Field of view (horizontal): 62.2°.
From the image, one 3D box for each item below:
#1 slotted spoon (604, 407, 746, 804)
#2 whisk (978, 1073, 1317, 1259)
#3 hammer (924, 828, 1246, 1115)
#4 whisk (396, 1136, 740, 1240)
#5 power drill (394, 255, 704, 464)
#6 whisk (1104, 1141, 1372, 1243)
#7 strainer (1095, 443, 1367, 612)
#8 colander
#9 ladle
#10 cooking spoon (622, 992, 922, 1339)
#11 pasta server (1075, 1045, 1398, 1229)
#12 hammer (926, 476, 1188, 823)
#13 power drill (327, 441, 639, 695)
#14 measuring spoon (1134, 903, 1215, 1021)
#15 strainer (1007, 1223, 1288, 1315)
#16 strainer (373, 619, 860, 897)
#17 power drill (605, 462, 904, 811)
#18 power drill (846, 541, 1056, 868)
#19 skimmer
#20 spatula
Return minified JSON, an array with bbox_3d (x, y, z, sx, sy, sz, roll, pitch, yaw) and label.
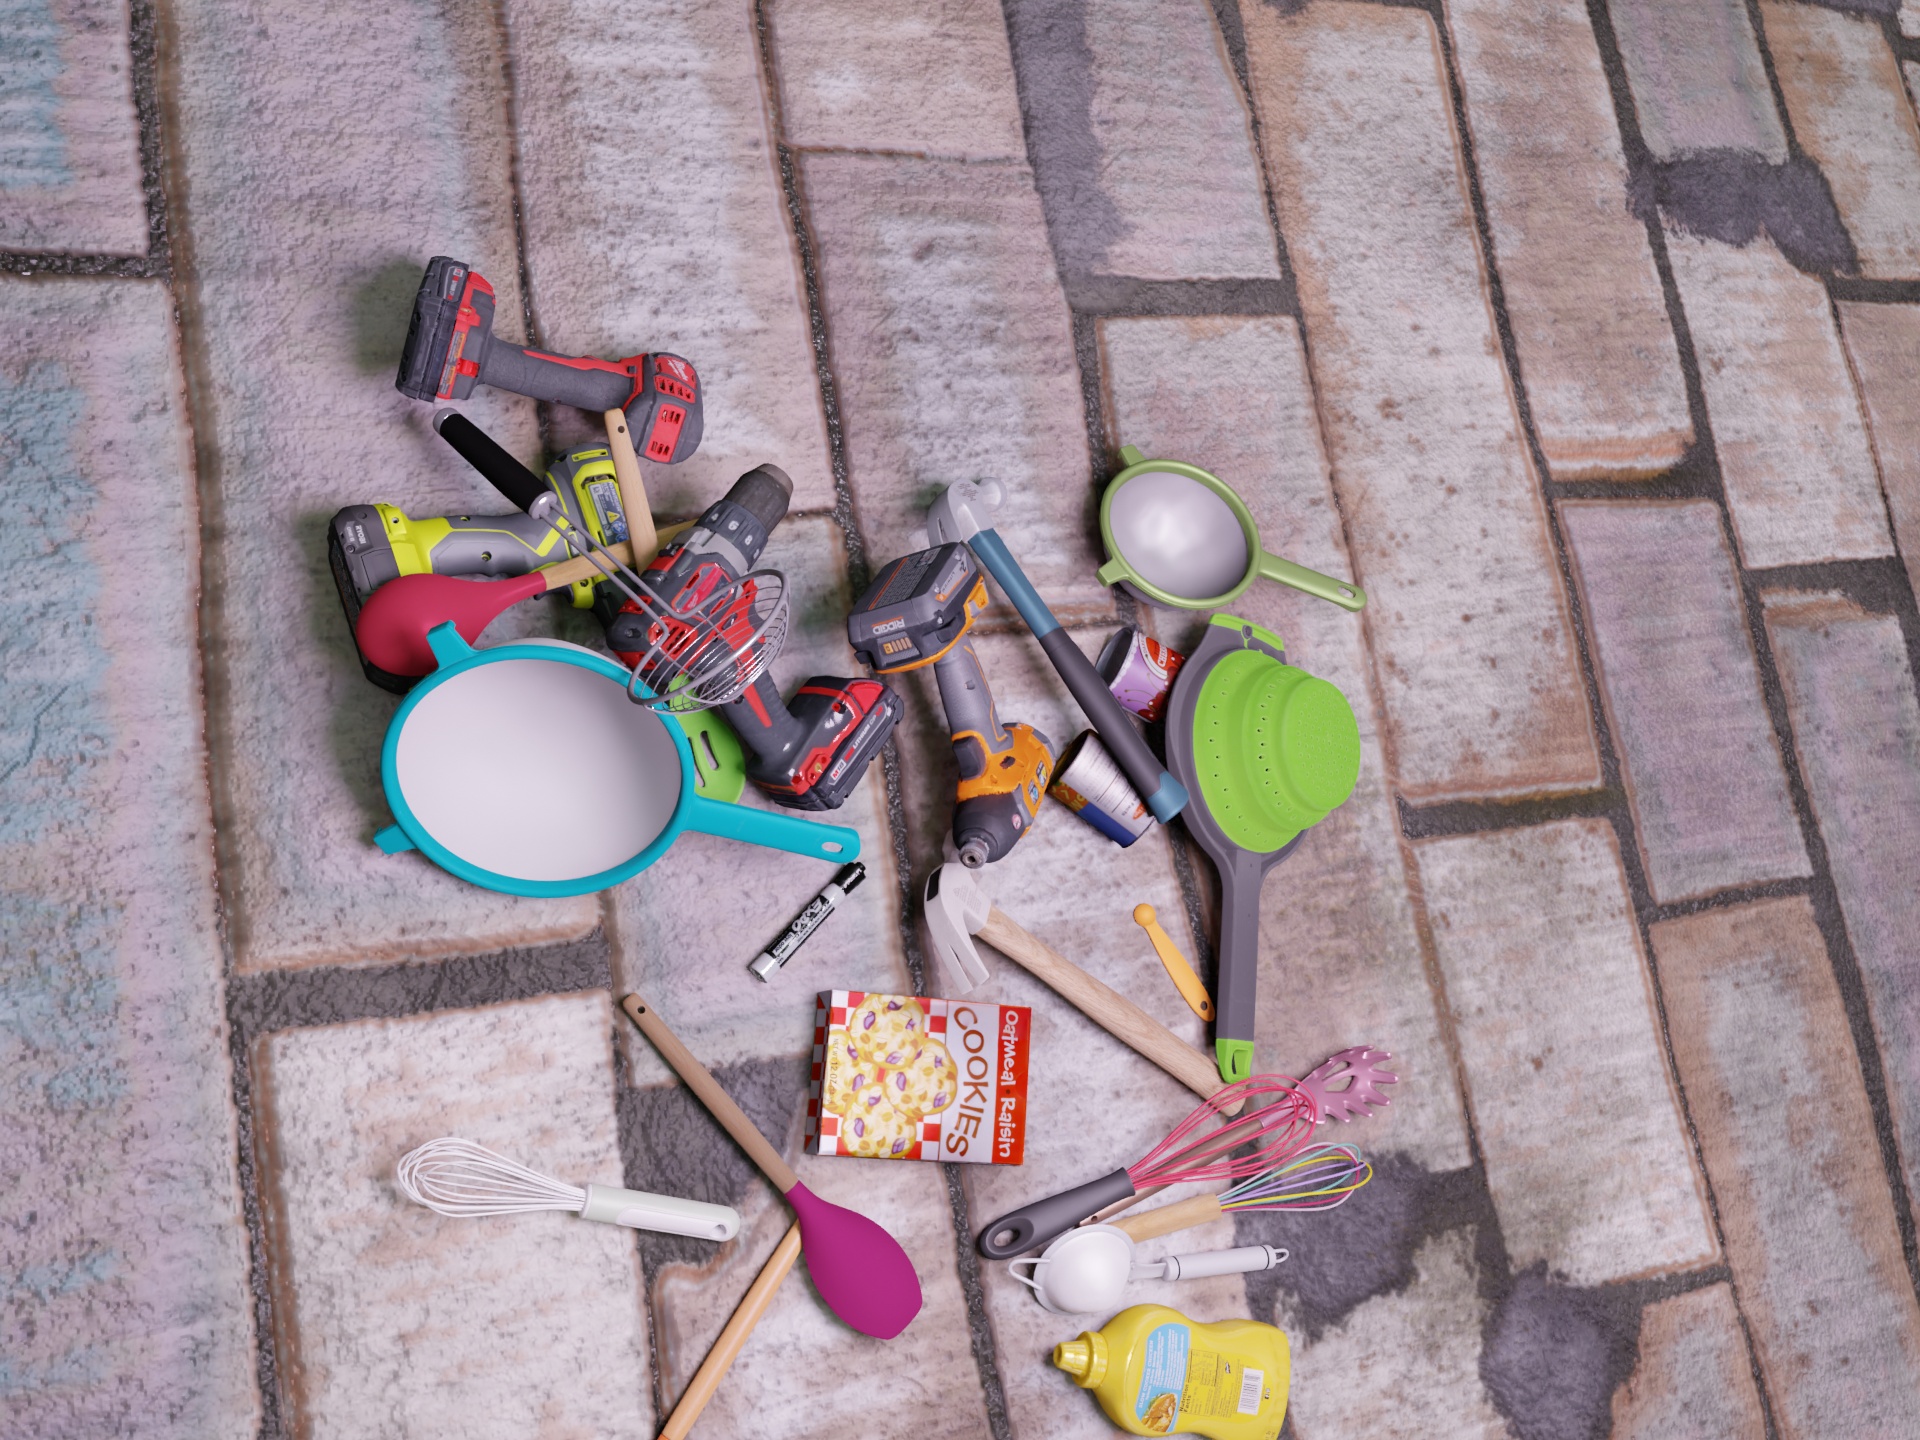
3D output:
[{"bbox_3d":[-0.219,-0.076,1.180,0.070,0.031,0.313,-25,114,-34],"label":"slotted spoon"},{"bbox_3d":[0.151,0.356,1.255,0.296,0.073,0.073,-21,86,-10],"label":"whisk"},{"bbox_3d":[0.104,0.223,1.283,0.331,0.031,0.130,37,37,-16],"label":"hammer"},{"bbox_3d":[-0.271,0.336,1.116,0.246,0.059,0.057,17,110,-22],"label":"whisk"},{"bbox_3d":[-0.303,-0.269,1.206,0.219,0.078,0.143,15,29,-19],"label":"power drill"},{"bbox_3d":[0.230,0.392,1.301,0.245,0.051,0.047,-10,43,-19],"label":"whisk"},{"bbox_3d":[0.232,-0.134,1.406,0.256,0.069,0.152,18,60,-11],"label":"strainer"},{"bbox_3d":[0.265,0.103,1.327,0.204,0.094,0.397,15,74,-42],"label":"colander"},{"bbox_3d":[-0.280,-0.108,1.154,0.315,0.031,0.069,-25,100,-33],"label":"ladle"},{"bbox_3d":[-0.142,0.325,1.172,0.069,0.017,0.319,-41,90,-29],"label":"cooking spoon"},{"bbox_3d":[0.230,0.349,1.320,0.316,0.040,0.060,-20,97,-24],"label":"pasta server"},{"bbox_3d":[0.082,-0.060,1.299,0.331,0.033,0.128,55,32,8],"label":"hammer"},{"bbox_3d":[-0.335,-0.103,1.178,0.223,0.080,0.171,-17,83,-28],"label":"power drill"},{"bbox_3d":[0.184,0.205,1.348,0.021,0.011,0.117,-33,91,-25],"label":"measuring spoon"},{"bbox_3d":[0.160,0.436,1.263,0.258,0.050,0.087,4,111,-28],"label":"strainer"},{"bbox_3d":[-0.235,0.033,1.148,0.340,0.211,0.095,15,30,-18],"label":"strainer"},{"bbox_3d":[-0.140,-0.061,1.193,0.226,0.080,0.188,50,61,-33],"label":"power drill"},{"bbox_3d":[-0.002,-0.004,1.219,0.226,0.084,0.164,65,26,-22],"label":"power drill"},{"bbox_3d":[-0.254,-0.129,1.075,0.363,0.090,0.127,40,75,23],"label":"skimmer"},{"bbox_3d":[-0.187,0.484,1.117,0.081,0.041,0.323,38,66,-9],"label":"spatula"}]
